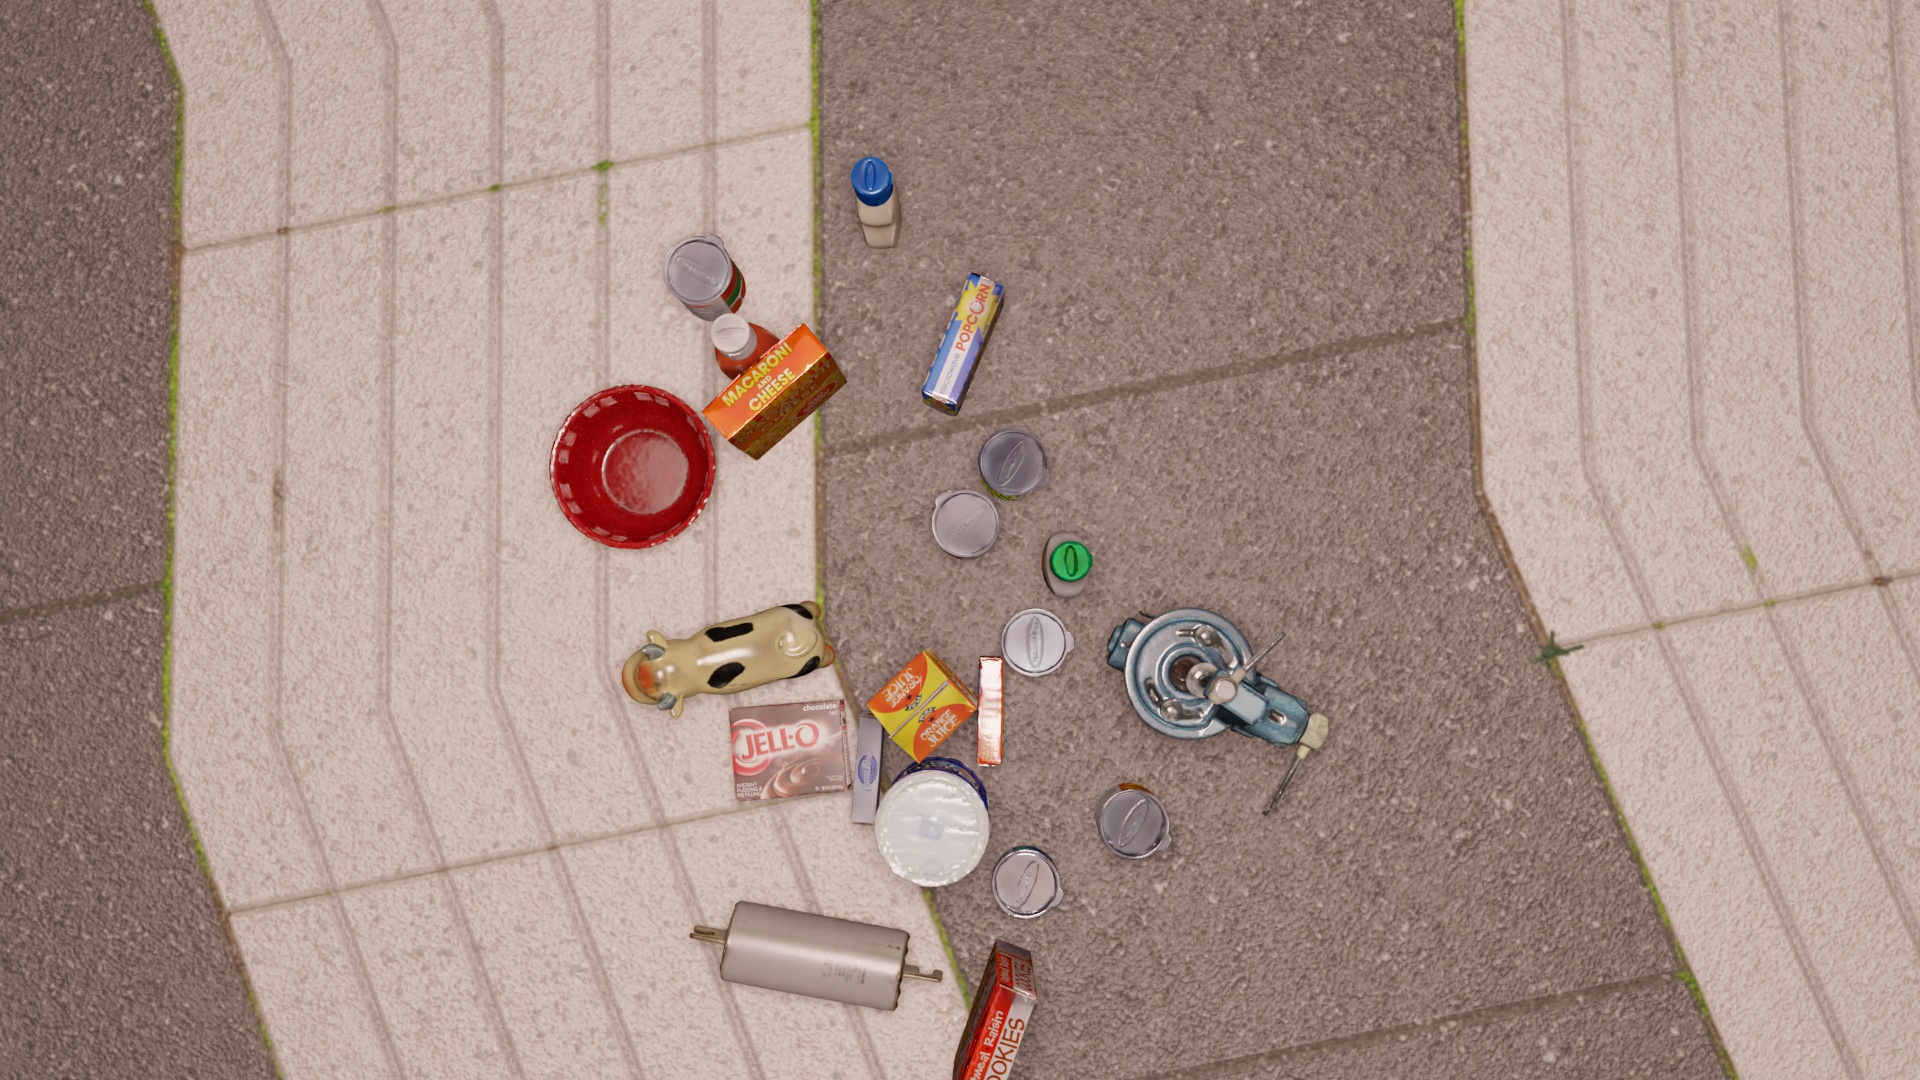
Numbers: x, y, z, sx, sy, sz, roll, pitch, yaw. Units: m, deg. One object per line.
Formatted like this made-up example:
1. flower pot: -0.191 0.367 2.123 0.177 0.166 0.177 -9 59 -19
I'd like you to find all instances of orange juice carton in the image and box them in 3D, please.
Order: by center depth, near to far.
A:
1. orange juice carton: -0.034 0.150 1.279 0.072 0.192 0.073 -43 87 -1

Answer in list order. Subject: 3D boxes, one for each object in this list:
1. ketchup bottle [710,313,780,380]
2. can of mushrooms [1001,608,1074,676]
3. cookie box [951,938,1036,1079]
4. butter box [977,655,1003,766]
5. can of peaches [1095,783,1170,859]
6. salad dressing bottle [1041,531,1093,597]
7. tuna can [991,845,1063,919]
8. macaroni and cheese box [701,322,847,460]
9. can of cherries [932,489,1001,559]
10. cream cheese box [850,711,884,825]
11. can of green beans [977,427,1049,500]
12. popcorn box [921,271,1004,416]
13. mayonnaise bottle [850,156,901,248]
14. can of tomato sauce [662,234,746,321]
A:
1. ketchup bottle: -0.206 -0.183 1.326 0.065 0.149 0.043 -9 87 1
2. can of mushrooms: 0.075 0.100 1.360 0.071 0.033 0.071 0 86 1
3. cookie box: 0.029 0.447 1.270 0.040 0.167 0.123 20 87 2
4. butter box: 0.029 0.164 1.347 0.024 0.053 0.103 1 86 1
5. can of peaches: 0.166 0.270 1.335 0.071 0.058 0.071 0 86 1
6. salad dressing bottle: 0.101 0.021 1.308 0.044 0.147 0.064 -3 87 1
7. tuna can: 0.065 0.331 1.345 0.071 0.033 0.071 0 86 1
8. macaroni and cheese box: -0.173 -0.137 1.314 0.124 0.166 0.040 -42 87 -1
9. can of cherries: 0.005 -0.017 1.357 0.071 0.058 0.071 0 86 1
10. cream cheese box: -0.089 0.220 1.345 0.024 0.053 0.104 4 86 1
11. can of green beans: 0.050 -0.074 1.360 0.071 0.058 0.071 0 86 1
12. popcorn box: 0.003 -0.189 1.355 0.038 0.085 0.126 22 87 2
13. mayonnaise bottle: -0.081 -0.328 1.334 0.041 0.148 0.065 0 87 1
14. can of tomato sauce: -0.249 -0.258 1.365 0.071 0.083 0.071 0 87 1
